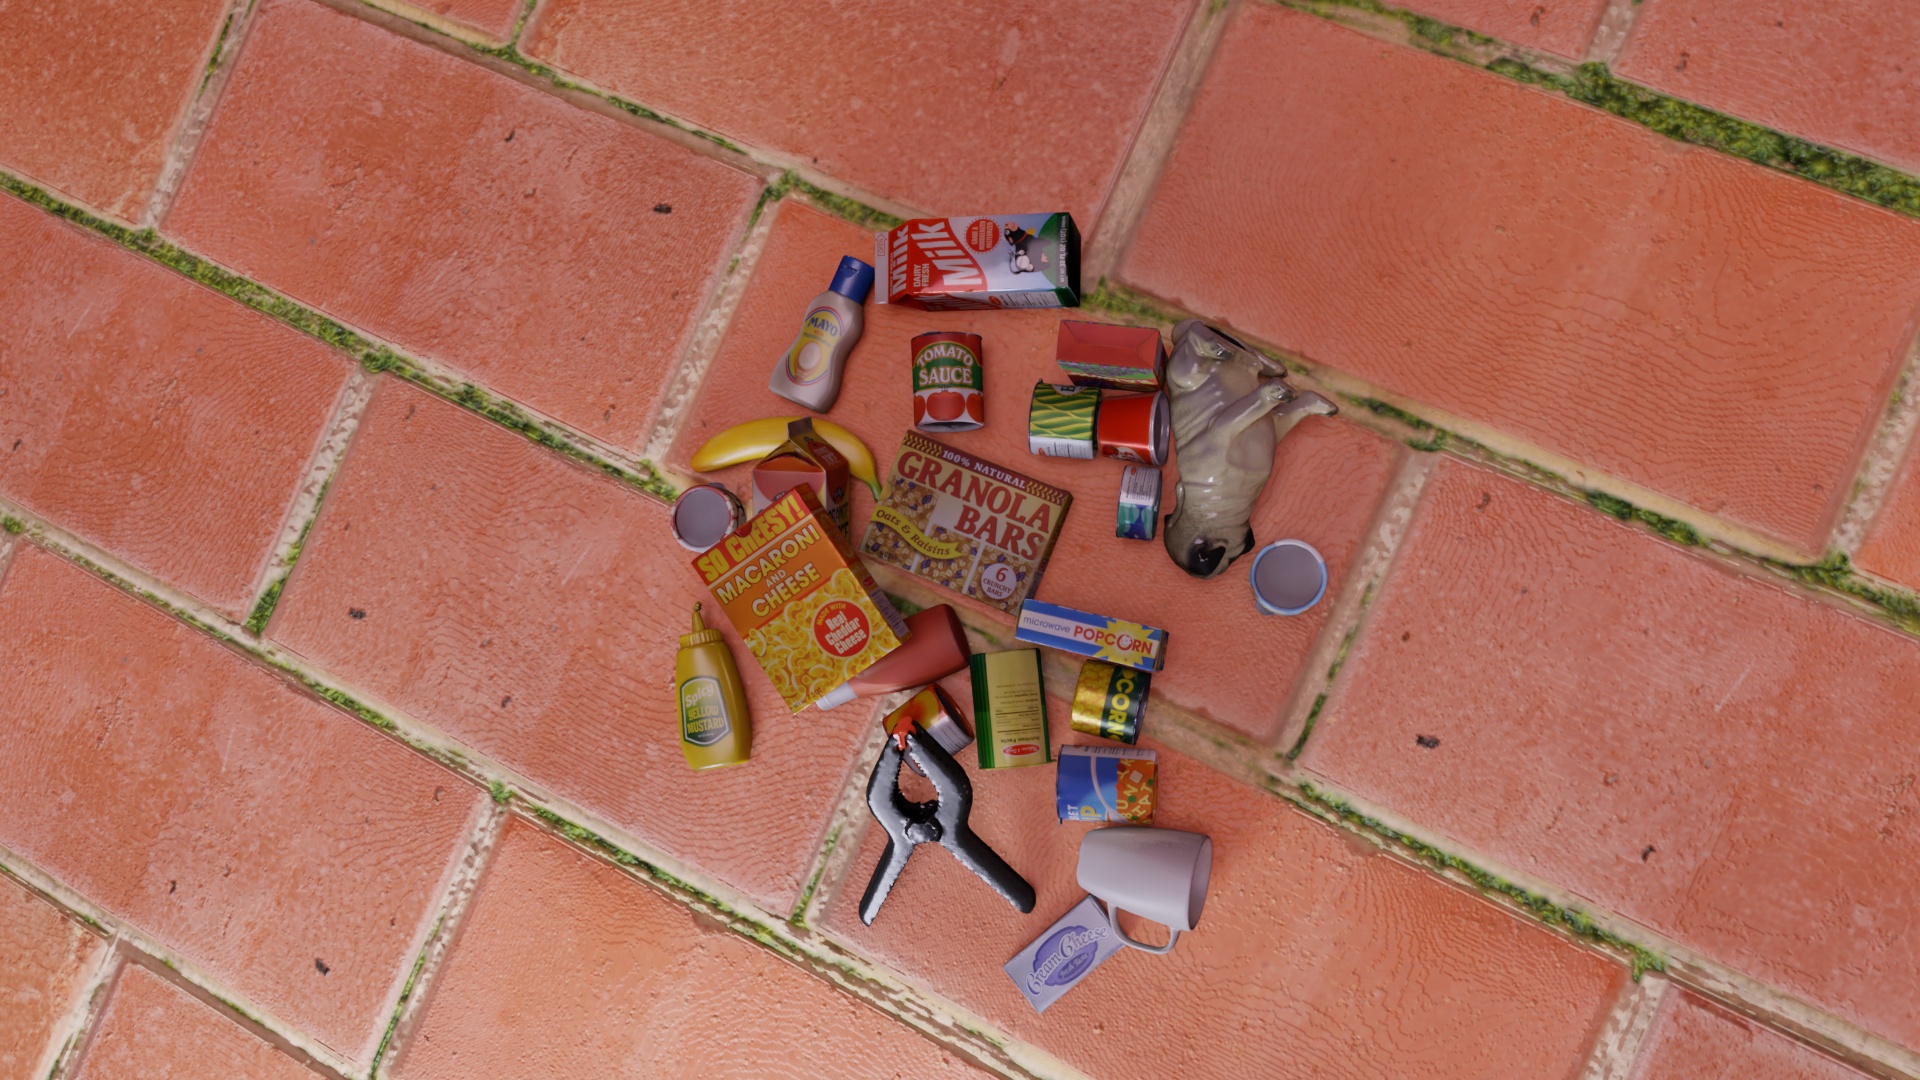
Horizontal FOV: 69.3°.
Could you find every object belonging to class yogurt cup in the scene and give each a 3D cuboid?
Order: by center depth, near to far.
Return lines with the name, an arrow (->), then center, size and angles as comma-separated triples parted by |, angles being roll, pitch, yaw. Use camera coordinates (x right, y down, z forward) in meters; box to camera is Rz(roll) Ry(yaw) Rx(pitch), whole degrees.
yogurt cup -> 0.155, -0.101, 1.247 | 0.054, 0.072, 0.072 | 4, 86, 21

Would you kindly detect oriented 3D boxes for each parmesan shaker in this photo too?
parmesan shaker -> 0.047, 0.150, 1.246 | 0.071, 0.071, 0.103 | -7, 83, 12

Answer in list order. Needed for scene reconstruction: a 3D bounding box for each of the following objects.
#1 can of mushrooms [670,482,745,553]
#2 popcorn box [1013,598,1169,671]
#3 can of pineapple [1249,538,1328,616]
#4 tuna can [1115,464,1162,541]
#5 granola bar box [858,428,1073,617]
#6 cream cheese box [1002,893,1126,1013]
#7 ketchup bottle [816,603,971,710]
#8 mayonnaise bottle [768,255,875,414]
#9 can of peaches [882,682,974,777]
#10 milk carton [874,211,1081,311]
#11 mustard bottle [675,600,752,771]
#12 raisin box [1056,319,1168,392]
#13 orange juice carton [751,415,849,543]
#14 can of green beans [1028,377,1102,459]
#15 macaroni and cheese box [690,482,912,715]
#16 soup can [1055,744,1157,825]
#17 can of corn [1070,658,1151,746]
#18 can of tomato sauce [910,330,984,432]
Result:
can of mushrooms -> -0.244, -0.022, 1.340 | 0.071, 0.033, 0.071 | -1, 85, 13
popcorn box -> 0.117, 0.083, 1.225 | 0.127, 0.085, 0.038 | 13, 87, 13
can of pineapple -> 0.284, 0.034, 1.208 | 0.071, 0.058, 0.071 | -1, 85, 12
tuna can -> 0.160, -0.031, 1.239 | 0.033, 0.071, 0.071 | 7, 87, 12
granola bar box -> 0.005, -0.016, 1.283 | 0.166, 0.039, 0.124 | 22, 89, 13
cream cheese box -> 0.094, 0.367, 1.235 | 0.103, 0.024, 0.053 | -41, 78, 6
ketchup bottle -> -0.067, 0.113, 1.284 | 0.149, 0.043, 0.065 | -23, 74, 9
mayonnaise bottle -> -0.126, -0.198, 1.327 | 0.065, 0.041, 0.148 | 25, 91, 15
can of peaches -> -0.029, 0.170, 1.260 | 0.058, 0.071, 0.071 | -37, 79, 7
milk carton -> 0.012, -0.256, 1.286 | 0.190, 0.073, 0.072 | 0, 85, 13
mustard bottle -> -0.240, 0.136, 1.316 | 0.065, 0.049, 0.160 | -13, 82, 9
raisin box -> 0.135, -0.161, 1.225 | 0.086, 0.123, 0.040 | 7, 87, 13
orange juice carton -> -0.146, -0.016, 1.278 | 0.073, 0.072, 0.192 | 2, 99, 13
can of green beans -> 0.096, -0.108, 1.258 | 0.058, 0.071, 0.071 | 6, 86, 12
macaroni and cheese box -> -0.141, 0.051, 1.227 | 0.123, 0.040, 0.166 | -35, 90, 15
soup can -> 0.129, 0.217, 1.220 | 0.084, 0.071, 0.071 | 2, 85, 12
can of corn -> 0.132, 0.142, 1.224 | 0.058, 0.071, 0.071 | 12, 88, 14
can of tomato sauce -> -0.012, -0.146, 1.283 | 0.071, 0.071, 0.083 | -3, 85, 12
